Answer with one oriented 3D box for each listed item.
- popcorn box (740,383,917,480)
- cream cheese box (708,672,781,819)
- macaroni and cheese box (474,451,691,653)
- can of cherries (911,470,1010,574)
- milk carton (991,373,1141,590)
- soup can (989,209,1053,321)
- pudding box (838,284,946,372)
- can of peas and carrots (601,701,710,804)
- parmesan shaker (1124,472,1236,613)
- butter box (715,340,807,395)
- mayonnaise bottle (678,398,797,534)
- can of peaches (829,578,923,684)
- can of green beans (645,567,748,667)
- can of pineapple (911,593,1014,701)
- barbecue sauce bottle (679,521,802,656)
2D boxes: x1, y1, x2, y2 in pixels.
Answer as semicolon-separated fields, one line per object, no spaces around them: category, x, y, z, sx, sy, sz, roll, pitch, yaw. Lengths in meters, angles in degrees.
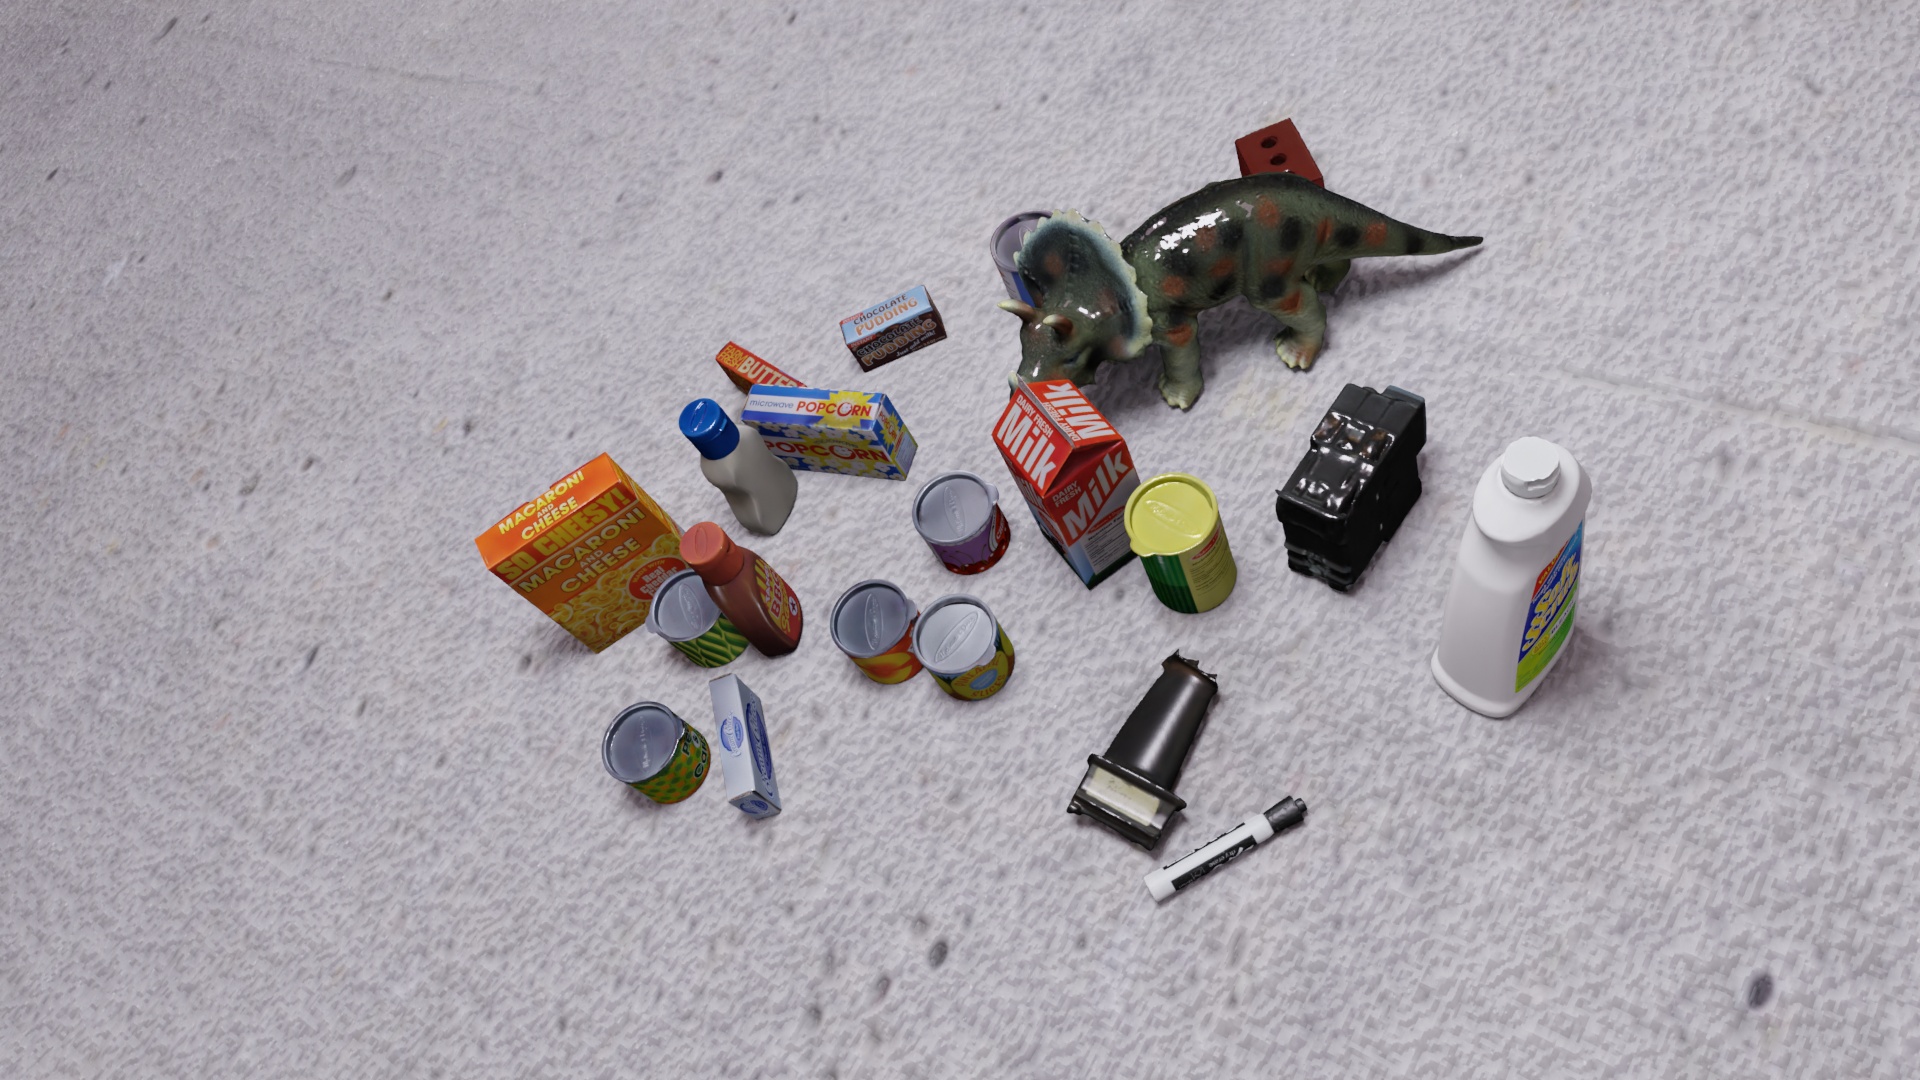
popcorn box;-0.111;-0.092;1.174;0.127;0.085;0.038;6;65;22
cream cheese box;-0.166;0.159;1.072;0.024;0.053;0.104;-21;57;7
macaroni and cheese box;-0.293;0.013;1.129;0.124;0.166;0.040;-34;57;-1
can of cherries;0.004;-0.014;1.107;0.071;0.058;0.072;-8;60;15
milk carton;0.083;-0.048;1.021;0.073;0.190;0.072;-36;57;-2
soup can;0.071;-0.232;1.191;0.071;0.083;0.071;-8;60;15
pudding box;-0.059;-0.188;1.231;0.084;0.049;0.030;-23;57;6
can of peas and carrots;-0.235;0.166;1.088;0.071;0.058;0.071;-8;60;15
parmesan shaker;0.160;0.006;1.017;0.071;0.102;0.071;-8;60;15
butter box;-0.169;-0.137;1.238;0.104;0.053;0.024;32;76;30
mayonnaise bottle;-0.183;-0.064;1.146;0.041;0.147;0.065;9;66;23
can of peaches;-0.058;0.071;1.081;0.071;0.058;0.071;-8;60;15
can of green beans;-0.211;0.064;1.138;0.071;0.057;0.071;-8;60;15
can of pineapple;0.004;0.083;1.054;0.071;0.057;0.071;-8;60;15
barbecue sauce bottle;-0.171;0.035;1.086;0.043;0.148;0.065;-15;59;11
